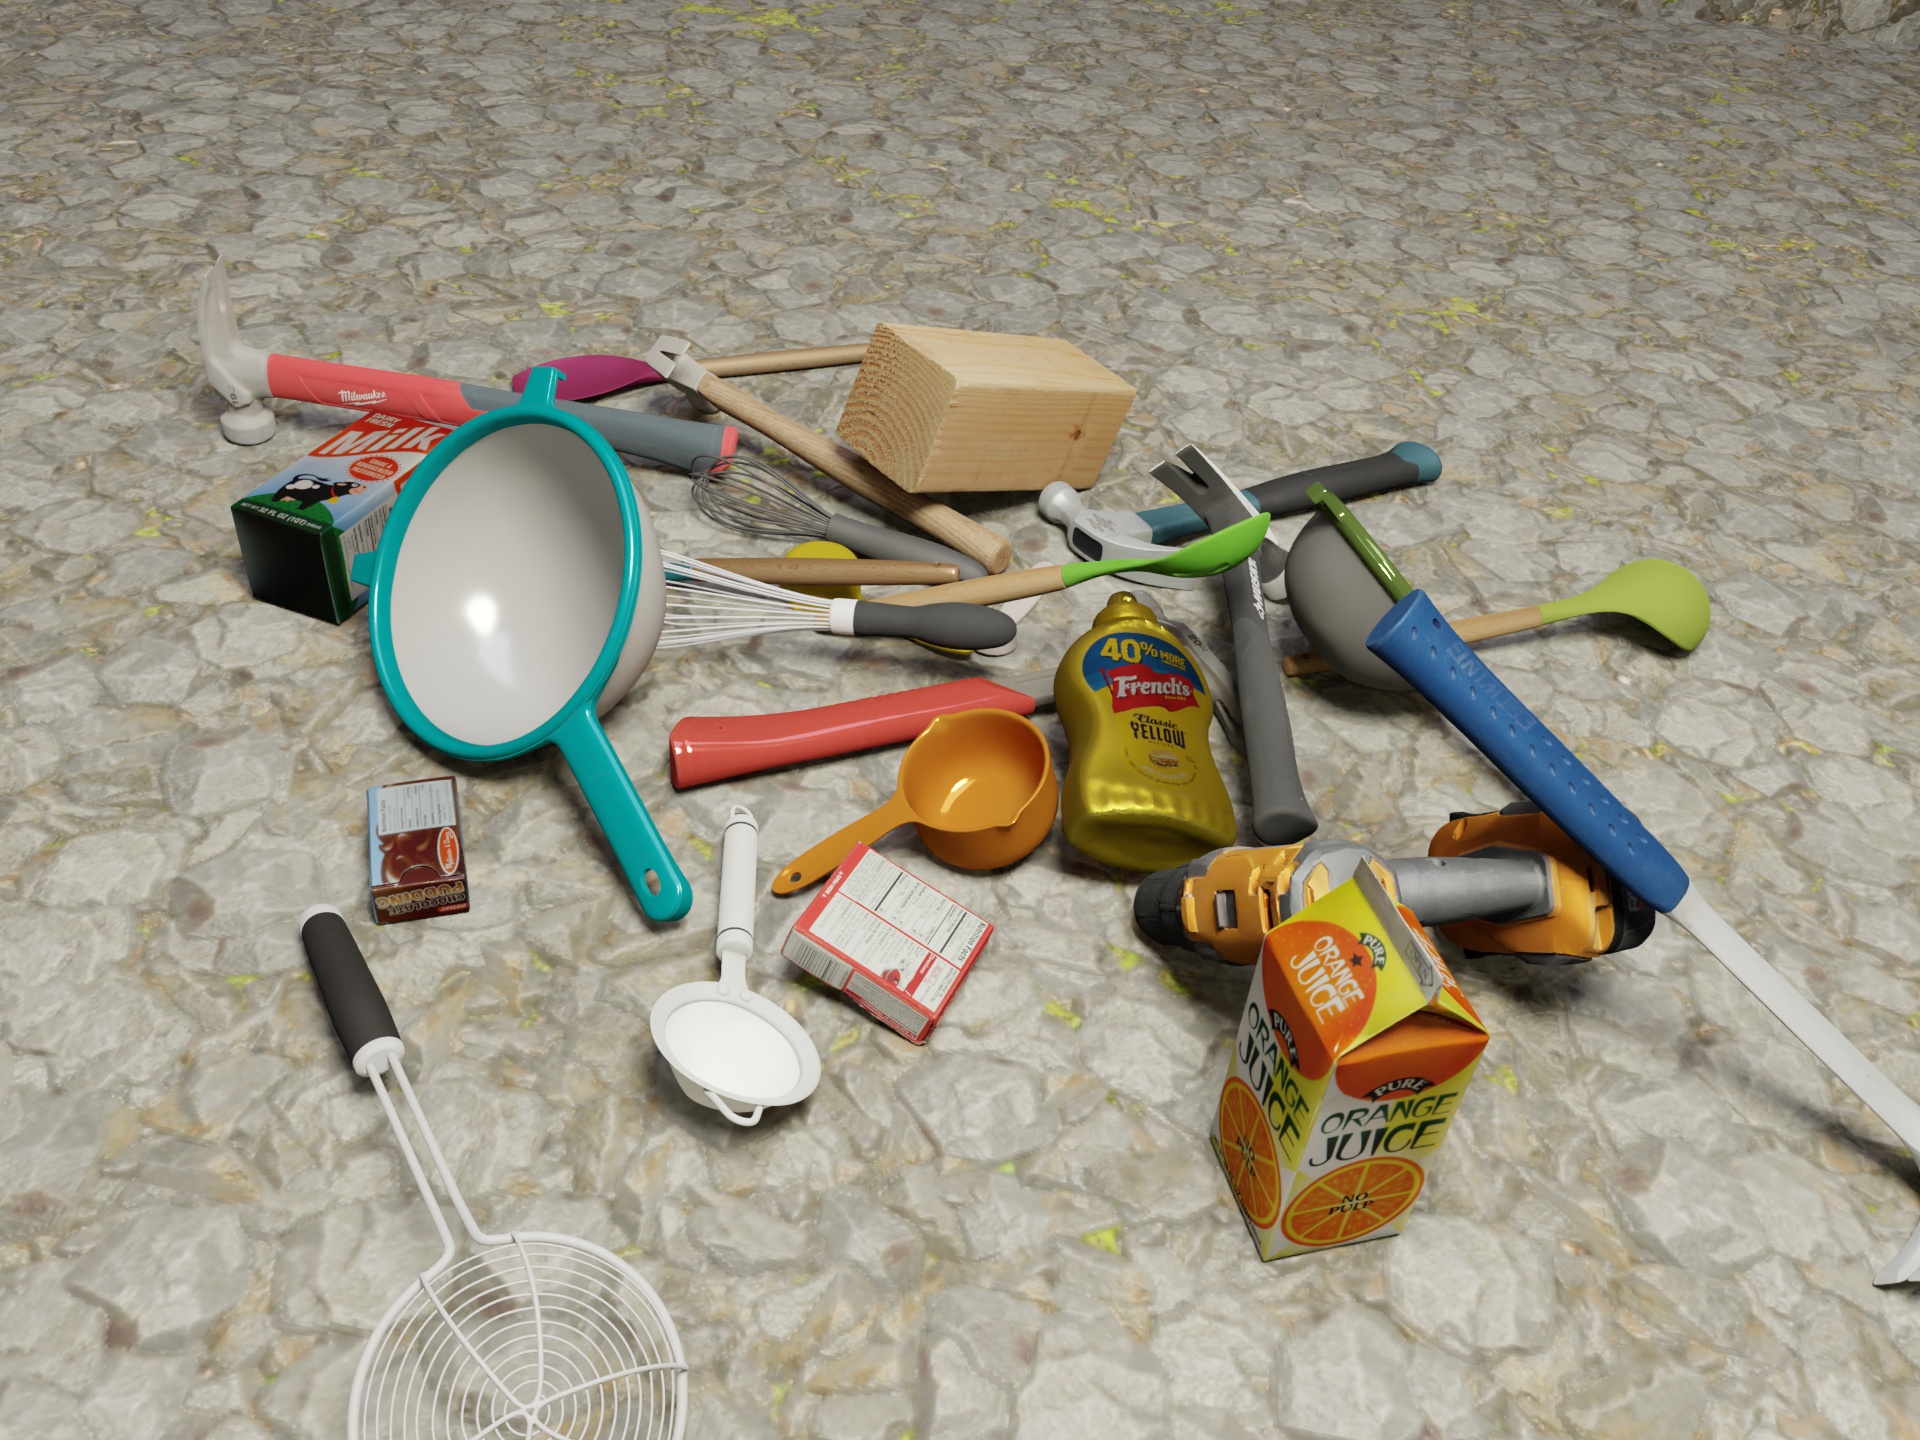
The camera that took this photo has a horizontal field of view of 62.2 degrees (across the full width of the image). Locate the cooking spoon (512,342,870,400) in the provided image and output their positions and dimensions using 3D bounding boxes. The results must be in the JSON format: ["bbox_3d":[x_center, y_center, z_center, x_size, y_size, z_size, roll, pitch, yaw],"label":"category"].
[{"bbox_3d":[-0.211,-0.294,1.330,0.319,0.017,0.069,-10,43,-18],"label":"cooking spoon"}]

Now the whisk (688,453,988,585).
[{"bbox_3d":[-0.090,-0.140,1.137,0.239,0.055,0.055,21,41,12],"label":"whisk"}]

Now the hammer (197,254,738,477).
[{"bbox_3d":[-0.357,-0.244,1.171,0.386,0.143,0.038,8,44,-3],"label":"hammer"}]

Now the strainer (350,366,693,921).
[{"bbox_3d":[-0.217,-0.026,0.934,0.341,0.211,0.095,58,20,22],"label":"strainer"}]

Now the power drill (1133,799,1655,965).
[{"bbox_3d":[0.216,0.091,0.831,0.226,0.185,0.084,-2,84,-23],"label":"power drill"}]

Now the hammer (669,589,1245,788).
[{"bbox_3d":[-0.002,-0.003,0.988,0.359,0.036,0.149,-12,42,-21],"label":"hammer"}]

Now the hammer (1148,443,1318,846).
[{"bbox_3d":[0.180,-0.047,0.993,0.035,0.146,0.335,-32,30,26],"label":"hammer"}]

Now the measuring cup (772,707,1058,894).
[{"bbox_3d":[-0.023,0.063,0.903,0.173,0.052,0.095,-30,49,-6],"label":"measuring cup"}]

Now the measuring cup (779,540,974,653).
[{"bbox_3d":[-0.056,-0.084,1.082,0.157,0.029,0.062,24,43,24],"label":"measuring cup"}]

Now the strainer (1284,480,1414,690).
[{"bbox_3d":[0.281,-0.026,1.006,0.069,0.151,0.256,-36,74,13],"label":"strainer"}]

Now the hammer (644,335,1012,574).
[{"bbox_3d":[-0.103,-0.199,1.181,0.331,0.031,0.130,32,1,19],"label":"hammer"}]

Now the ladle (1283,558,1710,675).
[{"bbox_3d":[0.374,-0.058,1.106,0.320,0.062,0.078,-11,45,-9],"label":"ladle"}]

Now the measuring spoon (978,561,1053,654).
[{"bbox_3d":[0.040,-0.085,1.105,0.034,0.018,0.124,18,40,15],"label":"measuring spoon"}]

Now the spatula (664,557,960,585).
[{"bbox_3d":[-0.156,-0.110,1.070,0.317,0.044,0.082,2,34,13],"label":"spatula"}]

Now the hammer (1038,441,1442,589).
[{"bbox_3d":[0.232,-0.170,1.221,0.331,0.033,0.128,-16,43,-24],"label":"hammer"}]

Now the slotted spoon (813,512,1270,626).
[{"bbox_3d":[0.044,-0.086,1.005,0.314,0.031,0.070,-9,5,25],"label":"slotted spoon"}]

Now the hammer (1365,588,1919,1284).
[{"bbox_3d":[0.349,0.095,0.762,0.405,0.035,0.144,44,56,-2],"label":"hammer"}]

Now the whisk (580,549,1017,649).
[{"bbox_3d":[-0.105,-0.068,1.014,0.284,0.070,0.070,6,39,7],"label":"whisk"}]

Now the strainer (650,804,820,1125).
[{"bbox_3d":[-0.116,0.124,0.818,0.086,0.050,0.259,20,30,-18],"label":"strainer"}]

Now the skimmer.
[{"bbox_3d":[-0.238,0.207,0.710,0.127,0.090,0.364,-21,36,-25],"label":"skimmer"}]
